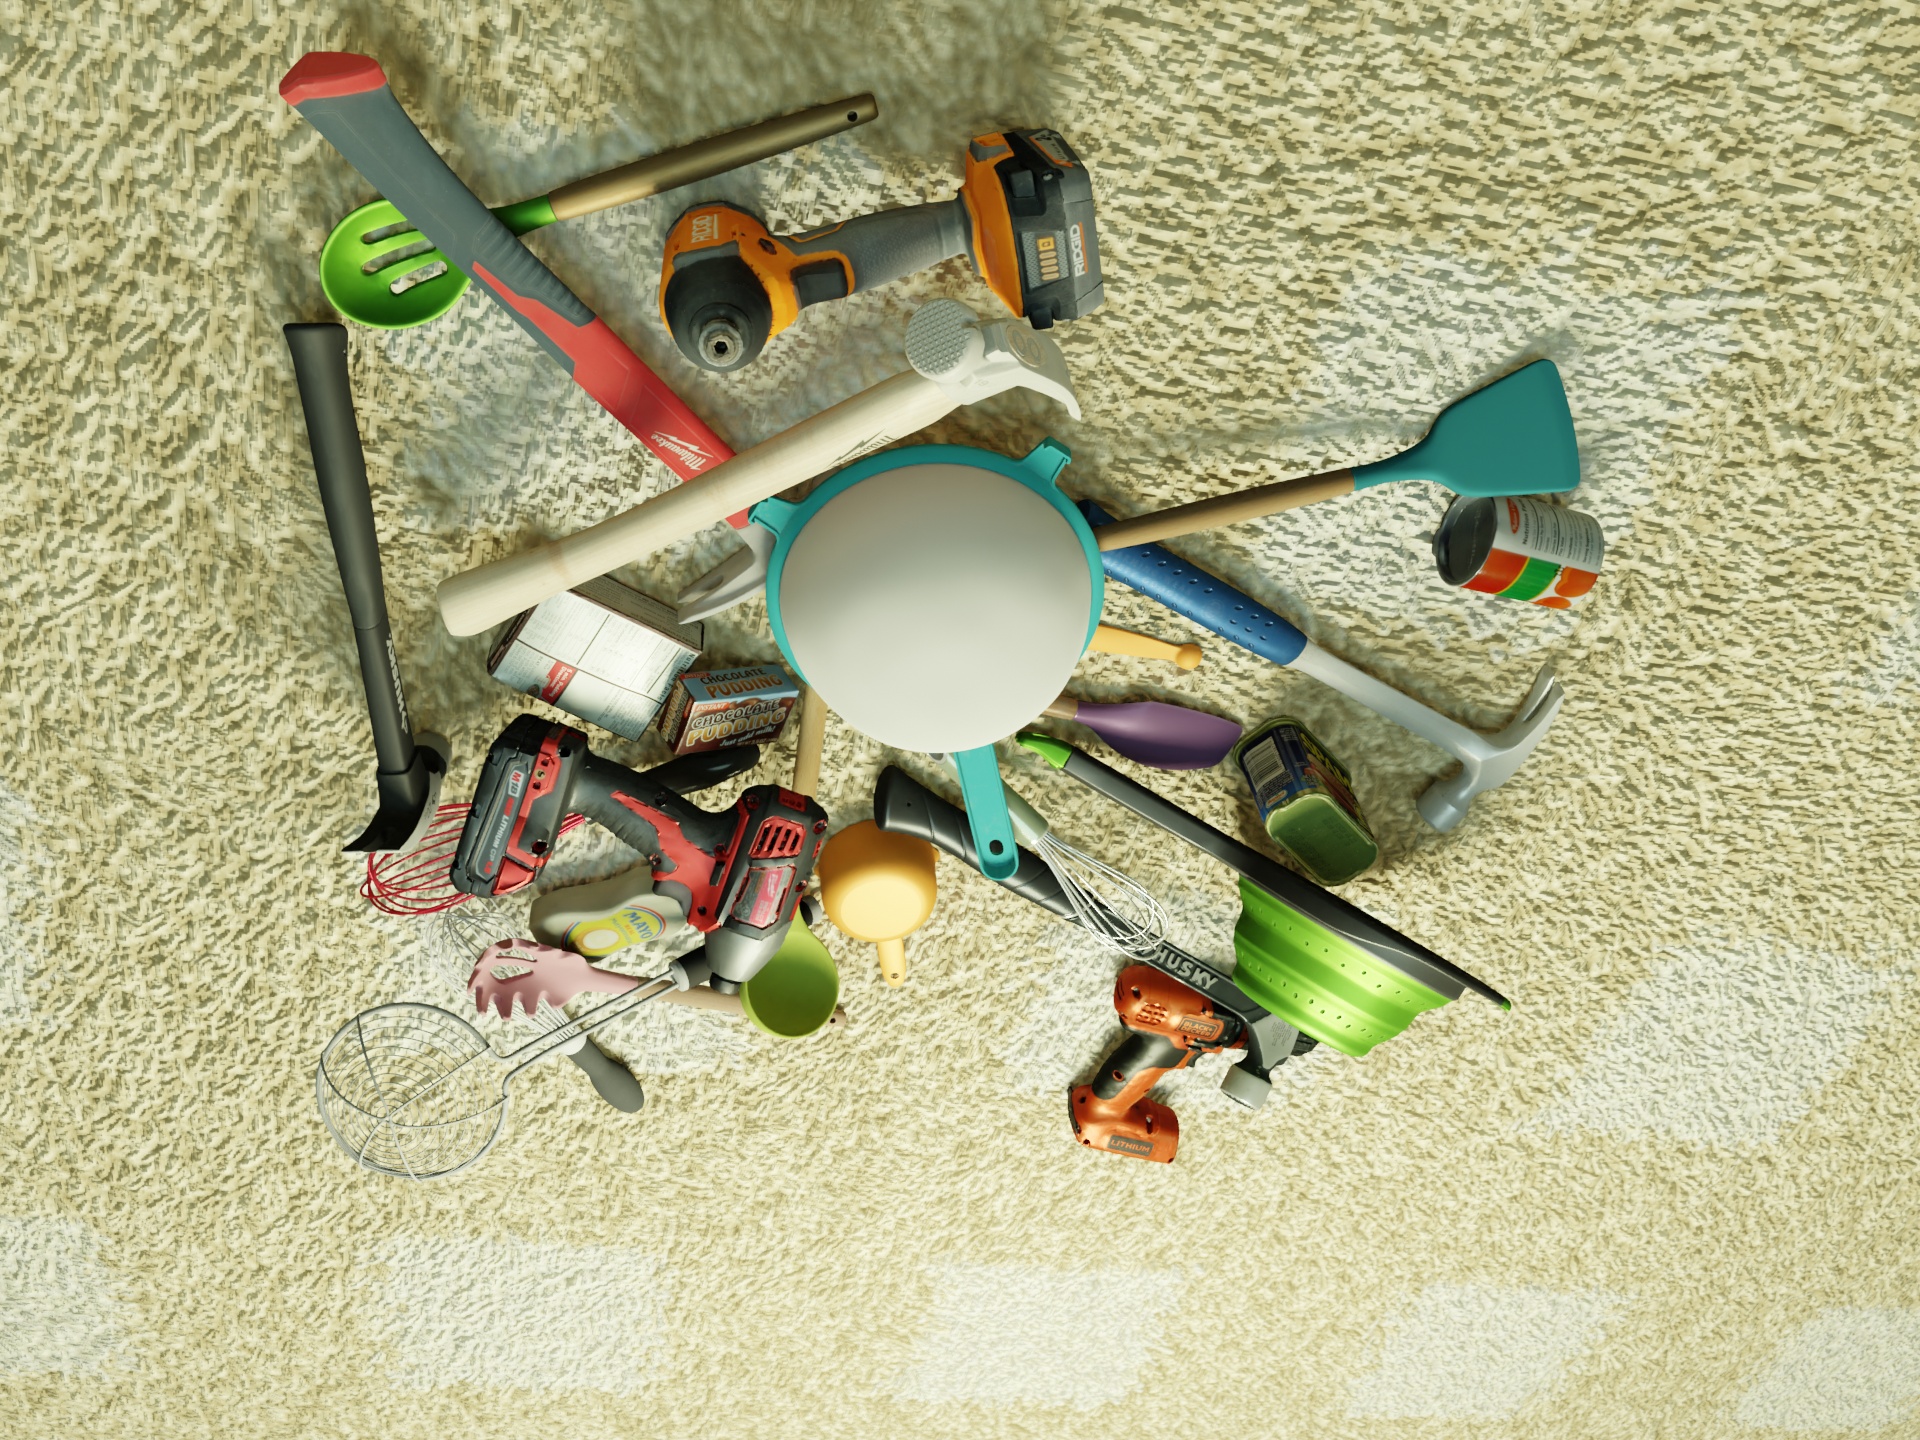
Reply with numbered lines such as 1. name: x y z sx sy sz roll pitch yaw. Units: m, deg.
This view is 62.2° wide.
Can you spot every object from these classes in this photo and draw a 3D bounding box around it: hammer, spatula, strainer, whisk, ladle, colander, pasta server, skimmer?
1. hammer: 0.106 0.144 1.198 0.408 0.036 0.149 32 82 -20
2. hammer: 0.241 -0.048 1.090 0.405 0.035 0.144 25 121 -24
3. spatula: 0.054 -0.012 1.098 0.315 0.018 0.059 15 128 -23
4. strainer: -0.002 -0.003 0.997 0.211 0.095 0.340 -10 127 5
5. hammer: -0.222 -0.201 0.886 0.143 0.038 0.385 -31 132 18
6. hammer: -0.132 -0.124 0.889 0.410 0.038 0.146 -19 170 28
7. whisk: 0.060 0.086 1.140 0.246 0.059 0.058 43 133 -15
8. ladle: -0.105 0.078 1.100 0.078 0.062 0.320 -9 119 -36
9. whisk: -0.279 0.067 1.105 0.296 0.073 0.073 -19 128 2
10. colander: 0.195 0.137 1.140 0.397 0.204 0.094 30 92 -7
11. pasta server: -0.219 0.208 1.197 0.316 0.040 0.060 16 103 -33
12. spatula: 0.220 -0.146 0.987 0.317 0.044 0.082 -14 94 -3
13. hammer: -0.357 -0.074 0.950 0.035 0.146 0.334 -1 120 -3
14. whisk: -0.319 0.227 1.228 0.070 0.070 0.284 -21 132 9
15. skimmer: -0.265 0.203 1.129 0.363 0.090 0.127 -24 104 -34

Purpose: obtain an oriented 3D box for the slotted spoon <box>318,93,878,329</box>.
1. slotted spoon: -0.194 -0.283 0.859 0.314 0.031 0.070 -17 128 4

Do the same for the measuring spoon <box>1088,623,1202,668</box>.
1. measuring spoon: 0.112 -0.051 1.087 0.117 0.011 0.021 10 126 -14

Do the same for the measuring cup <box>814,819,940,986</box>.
1. measuring cup: -0.057 0.156 1.200 0.095 0.052 0.173 -7 126 -1

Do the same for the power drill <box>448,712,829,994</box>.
1. power drill: -0.210 0.089 1.044 0.219 0.078 0.143 19 99 -9

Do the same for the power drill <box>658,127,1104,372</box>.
1. power drill: -0.045 -0.237 0.827 0.226 0.164 0.084 -12 123 0
